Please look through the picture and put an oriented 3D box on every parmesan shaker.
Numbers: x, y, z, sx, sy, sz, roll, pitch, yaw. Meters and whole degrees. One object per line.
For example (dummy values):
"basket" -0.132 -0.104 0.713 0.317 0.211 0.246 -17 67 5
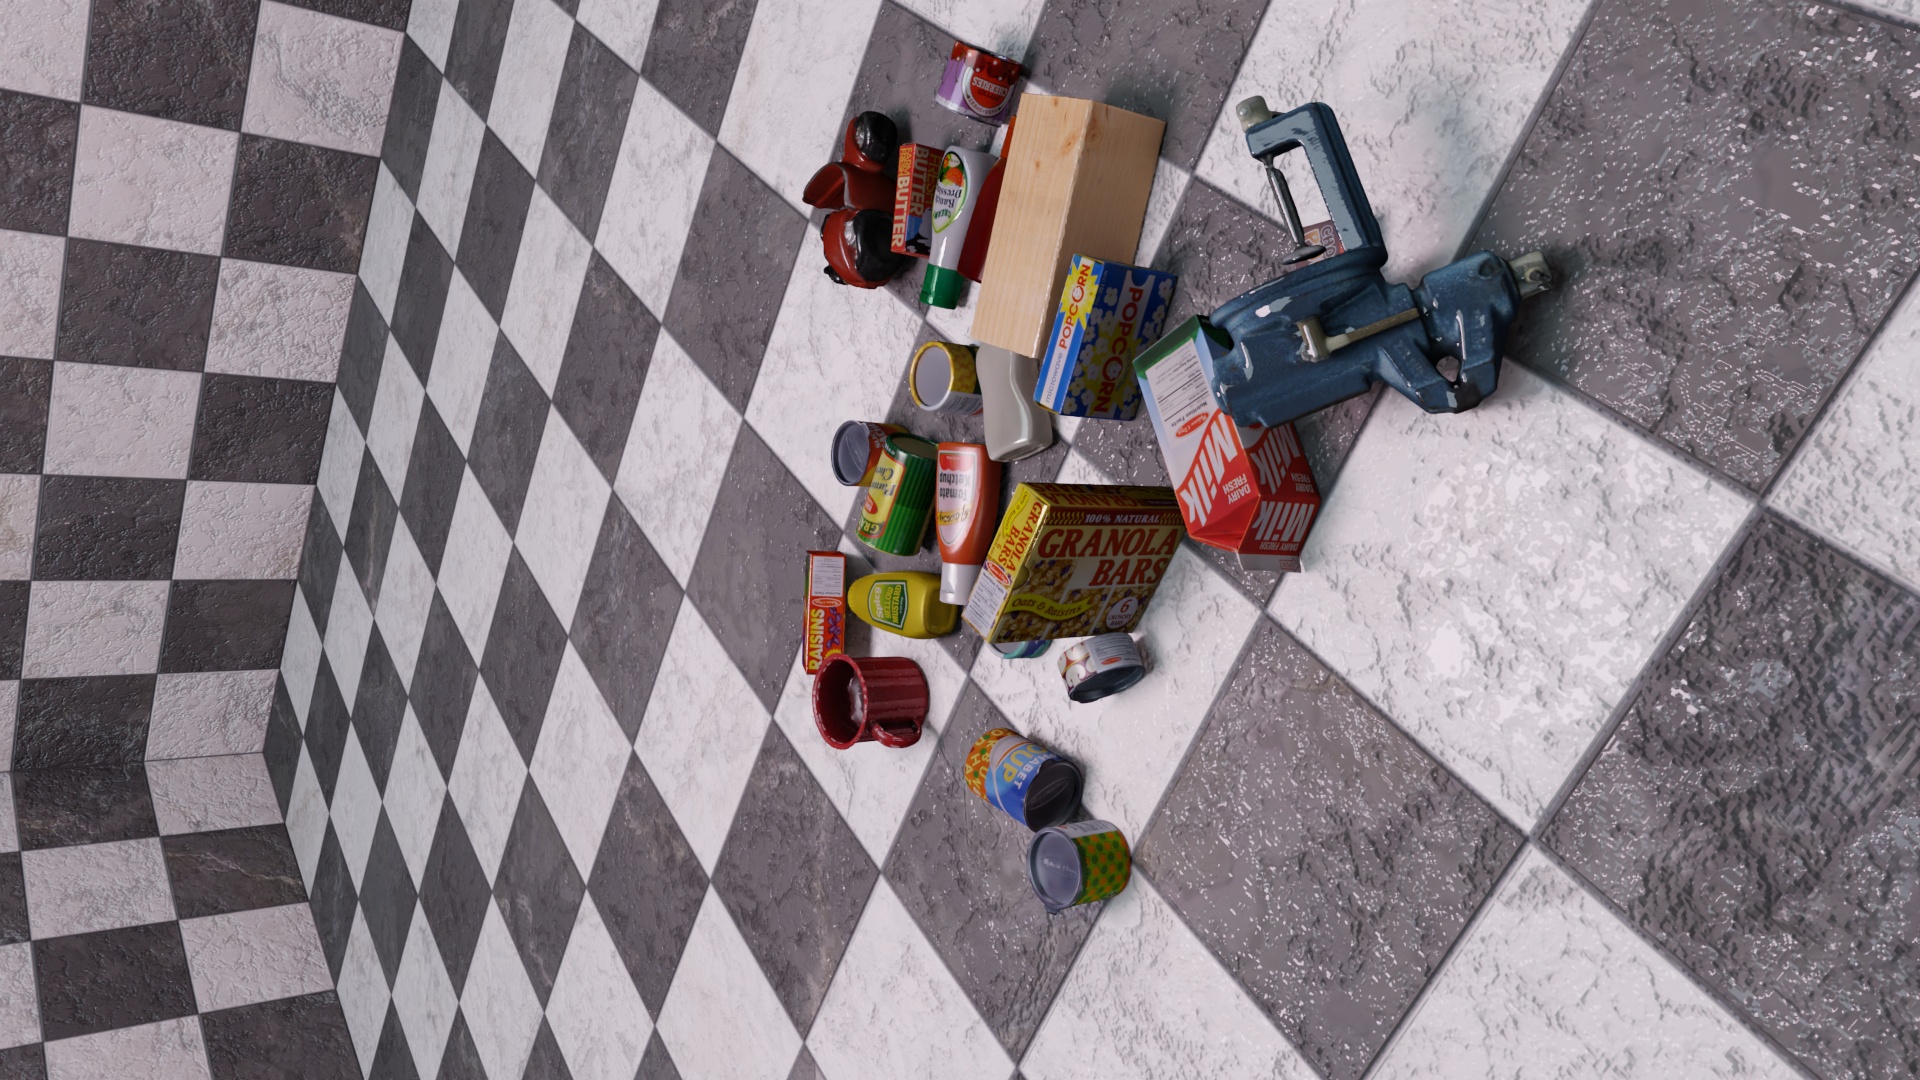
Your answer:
"parmesan shaker" -0.056 -0.046 1.340 0.071 0.071 0.102 40 118 43

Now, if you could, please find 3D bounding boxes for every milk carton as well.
"milk carton" 0.201 -0.064 1.025 0.073 0.072 0.191 -35 61 44

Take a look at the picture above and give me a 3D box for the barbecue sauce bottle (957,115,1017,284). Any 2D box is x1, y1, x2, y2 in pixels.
"barbecue sauce bottle" 0.042 -0.303 1.247 0.065 0.044 0.148 34 114 45

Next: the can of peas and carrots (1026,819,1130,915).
"can of peas and carrots" 0.098 0.269 1.148 0.071 0.059 0.071 -1 89 51

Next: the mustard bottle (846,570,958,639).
"mustard bottle" -0.068 0.060 1.362 0.160 0.049 0.065 3 88 50

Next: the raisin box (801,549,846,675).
"raisin box" -0.141 0.073 1.433 0.086 0.040 0.123 -171 84 -79

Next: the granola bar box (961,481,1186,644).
"granola bar box" 0.093 0.017 1.078 0.039 0.166 0.123 44 122 39

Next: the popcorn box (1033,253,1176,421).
"popcorn box" 0.116 -0.162 1.119 0.038 0.085 0.126 34 115 46

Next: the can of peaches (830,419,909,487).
"can of peaches" -0.086 -0.087 1.383 0.071 0.058 0.071 -3 86 50

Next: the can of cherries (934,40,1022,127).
"can of cherries" 0.018 -0.414 1.261 0.072 0.071 0.058 43 120 42

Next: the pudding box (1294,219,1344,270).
"pudding box" 0.265 -0.183 0.983 0.049 0.030 0.083 -4 86 49

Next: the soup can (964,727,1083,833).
"soup can" 0.053 0.203 1.196 0.084 0.071 0.071 22 106 49

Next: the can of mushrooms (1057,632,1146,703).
"can of mushrooms" 0.113 0.104 1.129 0.070 0.071 0.033 -43 57 41

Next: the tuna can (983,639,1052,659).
"tuna can" 0.051 0.071 1.231 0.071 0.033 0.071 -1 88 51

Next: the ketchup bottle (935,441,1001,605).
"ketchup bottle" 0.005 -0.016 1.282 0.064 0.043 0.148 7 95 44

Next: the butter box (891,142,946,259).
"butter box" -0.036 -0.325 1.334 0.024 0.053 0.103 10 97 48

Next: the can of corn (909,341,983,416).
"can of corn" -0.006 -0.152 1.288 0.071 0.058 0.071 -2 88 50

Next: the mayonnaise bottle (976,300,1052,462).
"mayonnaise bottle" 0.043 -0.148 1.243 0.064 0.041 0.148 -22 71 47

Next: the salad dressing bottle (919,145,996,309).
"salad dressing bottle" -0.005 -0.292 1.303 0.064 0.044 0.147 30 112 49
